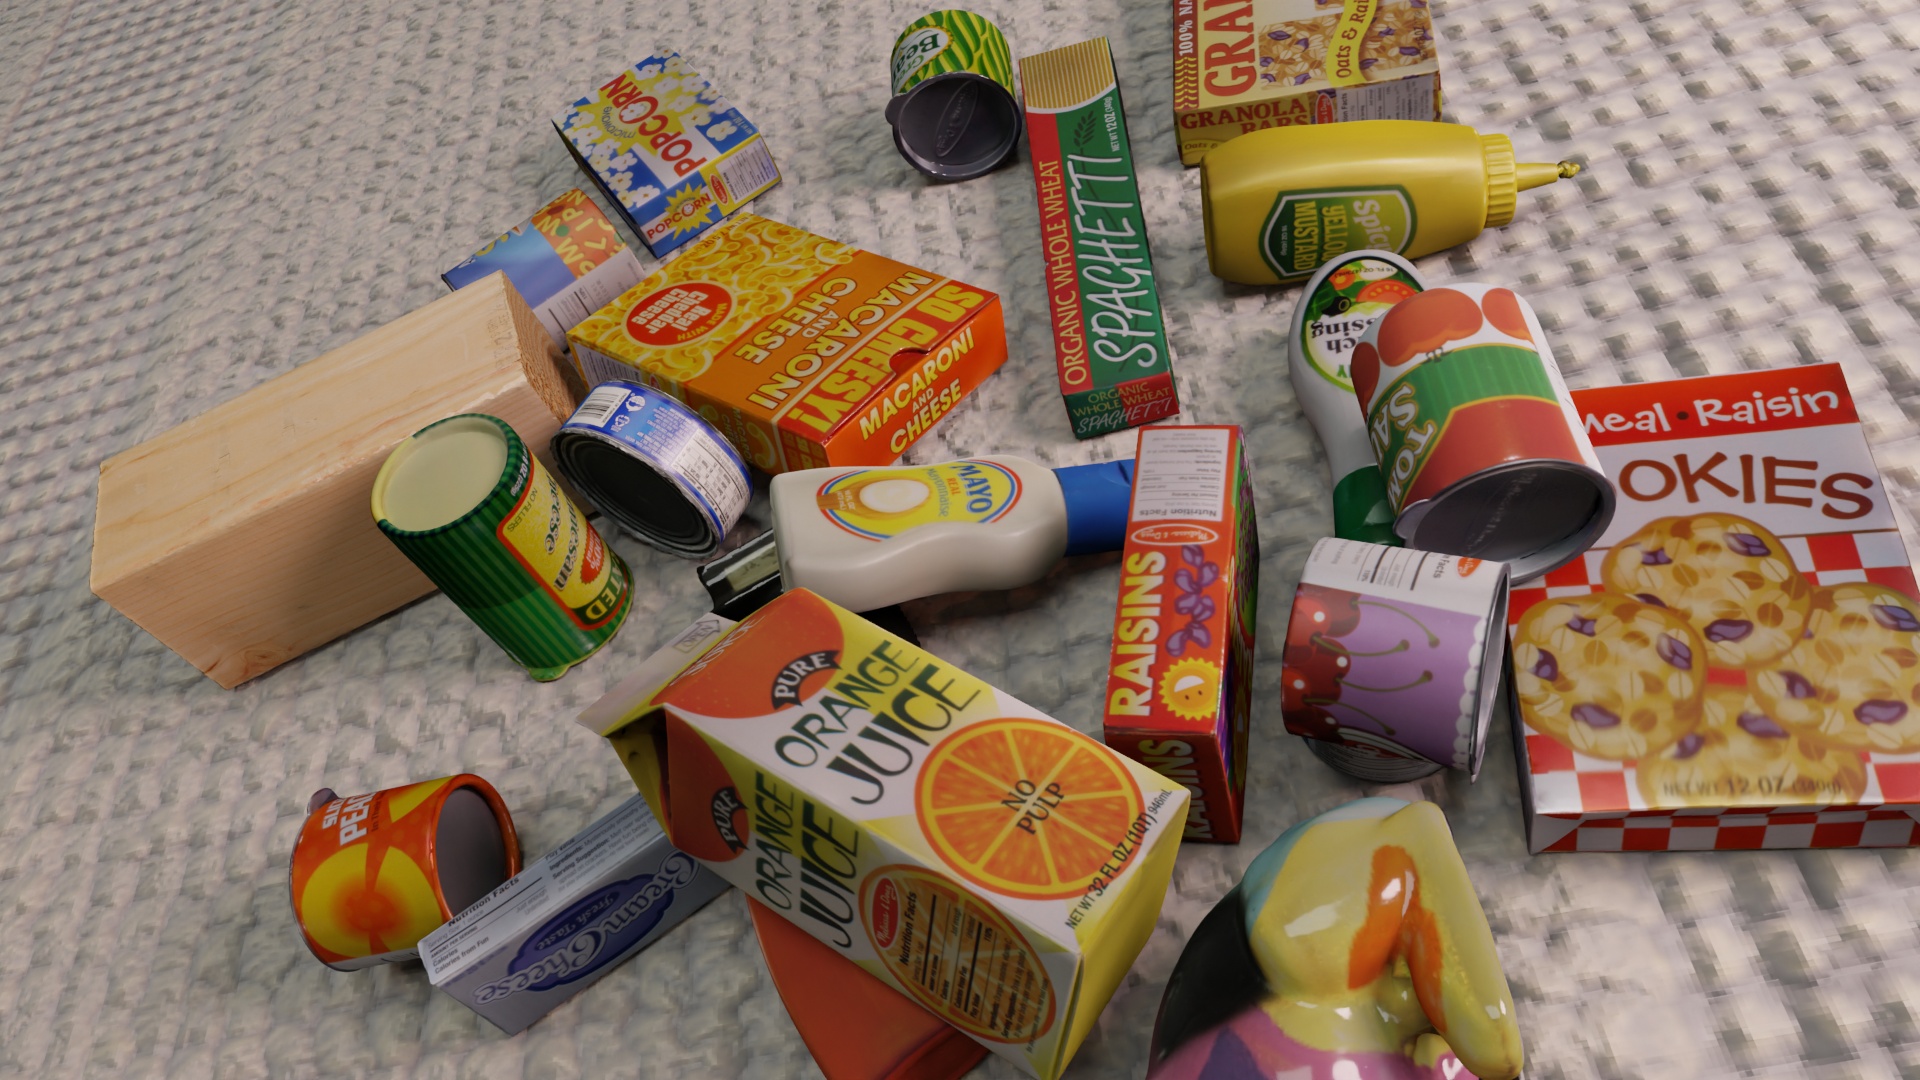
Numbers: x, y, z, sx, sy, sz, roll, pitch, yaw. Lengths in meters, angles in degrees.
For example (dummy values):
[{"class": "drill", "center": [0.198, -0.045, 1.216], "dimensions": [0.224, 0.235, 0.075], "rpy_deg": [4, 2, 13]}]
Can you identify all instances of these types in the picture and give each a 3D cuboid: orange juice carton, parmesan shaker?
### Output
[{"class": "orange juice carton", "center": [-0.031, 0.081, 0.451], "dimensions": [0.193, 0.072, 0.072], "rpy_deg": [26, 43, 22]}, {"class": "parmesan shaker", "center": [-0.193, 0.004, 0.591], "dimensions": [0.071, 0.102, 0.071], "rpy_deg": [-9, 53, 12]}]

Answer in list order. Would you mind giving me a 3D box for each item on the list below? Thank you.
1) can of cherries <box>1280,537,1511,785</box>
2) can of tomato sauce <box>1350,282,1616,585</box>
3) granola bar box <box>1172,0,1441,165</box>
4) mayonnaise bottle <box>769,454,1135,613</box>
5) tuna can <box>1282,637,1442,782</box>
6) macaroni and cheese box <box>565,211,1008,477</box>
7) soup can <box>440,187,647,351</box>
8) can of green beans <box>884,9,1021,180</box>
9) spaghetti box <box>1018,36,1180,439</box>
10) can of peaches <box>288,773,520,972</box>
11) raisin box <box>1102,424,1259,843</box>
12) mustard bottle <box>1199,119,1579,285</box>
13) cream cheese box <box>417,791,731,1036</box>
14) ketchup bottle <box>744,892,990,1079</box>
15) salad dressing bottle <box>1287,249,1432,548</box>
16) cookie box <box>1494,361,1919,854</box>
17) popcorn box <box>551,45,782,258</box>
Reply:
[{"class": "can of cherries", "center": [0.137, 0.038, 0.437], "dimensions": [0.058, 0.071, 0.072], "rpy_deg": [9, 59, 25]}, {"class": "can of tomato sauce", "center": [0.172, -0.036, 0.470], "dimensions": [0.071, 0.071, 0.083], "rpy_deg": [-12, 51, 11]}, {"class": "granola bar box", "center": [0.172, -0.267, 0.708], "dimensions": [0.124, 0.039, 0.166], "rpy_deg": [-4, 54, 15]}, {"class": "mayonnaise bottle", "center": [0.002, -0.007, 0.547], "dimensions": [0.148, 0.041, 0.065], "rpy_deg": [-7, 40, -10]}, {"class": "tuna can", "center": [0.149, 0.047, 0.489], "dimensions": [0.071, 0.032, 0.071], "rpy_deg": [-9, 53, 12]}, {"class": "macaroni and cheese box", "center": [-0.081, -0.091, 0.648], "dimensions": [0.166, 0.040, 0.124], "rpy_deg": [23, 52, 31]}, {"class": "soup can", "center": [-0.217, -0.136, 0.724], "dimensions": [0.084, 0.071, 0.071], "rpy_deg": [-38, 52, -11]}, {"class": "can of green beans", "center": [-0.003, -0.232, 0.724], "dimensions": [0.071, 0.071, 0.058], "rpy_deg": [-13, 52, 10]}, {"class": "spaghetti box", "center": [0.063, -0.155, 0.669], "dimensions": [0.050, 0.028, 0.251], "rpy_deg": [-12, 52, 11]}, {"class": "can of peaches", "center": [-0.210, 0.124, 0.531], "dimensions": [0.058, 0.071, 0.071], "rpy_deg": [-12, 52, 9]}, {"class": "raisin box", "center": [0.080, 0.032, 0.490], "dimensions": [0.040, 0.085, 0.124], "rpy_deg": [0, 55, 17]}, {"class": "mustard bottle", "center": [0.187, -0.151, 0.604], "dimensions": [0.160, 0.065, 0.049], "rpy_deg": [-6, 49, 10]}, {"class": "cream cheese box", "center": [-0.137, 0.135, 0.509], "dimensions": [0.104, 0.053, 0.024], "rpy_deg": [-34, 50, -8]}, {"class": "ketchup bottle", "center": [-0.046, 0.126, 0.491], "dimensions": [0.065, 0.043, 0.149], "rpy_deg": [-33, 51, -12]}, {"class": "salad dressing bottle", "center": [0.163, -0.048, 0.547], "dimensions": [0.064, 0.043, 0.148], "rpy_deg": [-3, 54, 14]}, {"class": "cookie box", "center": [0.248, 0.020, 0.472], "dimensions": [0.123, 0.040, 0.168], "rpy_deg": [-5, 55, 16]}, {"class": "popcorn box", "center": [-0.169, -0.223, 0.791], "dimensions": [0.085, 0.038, 0.127], "rpy_deg": [-35, 52, -8]}]
